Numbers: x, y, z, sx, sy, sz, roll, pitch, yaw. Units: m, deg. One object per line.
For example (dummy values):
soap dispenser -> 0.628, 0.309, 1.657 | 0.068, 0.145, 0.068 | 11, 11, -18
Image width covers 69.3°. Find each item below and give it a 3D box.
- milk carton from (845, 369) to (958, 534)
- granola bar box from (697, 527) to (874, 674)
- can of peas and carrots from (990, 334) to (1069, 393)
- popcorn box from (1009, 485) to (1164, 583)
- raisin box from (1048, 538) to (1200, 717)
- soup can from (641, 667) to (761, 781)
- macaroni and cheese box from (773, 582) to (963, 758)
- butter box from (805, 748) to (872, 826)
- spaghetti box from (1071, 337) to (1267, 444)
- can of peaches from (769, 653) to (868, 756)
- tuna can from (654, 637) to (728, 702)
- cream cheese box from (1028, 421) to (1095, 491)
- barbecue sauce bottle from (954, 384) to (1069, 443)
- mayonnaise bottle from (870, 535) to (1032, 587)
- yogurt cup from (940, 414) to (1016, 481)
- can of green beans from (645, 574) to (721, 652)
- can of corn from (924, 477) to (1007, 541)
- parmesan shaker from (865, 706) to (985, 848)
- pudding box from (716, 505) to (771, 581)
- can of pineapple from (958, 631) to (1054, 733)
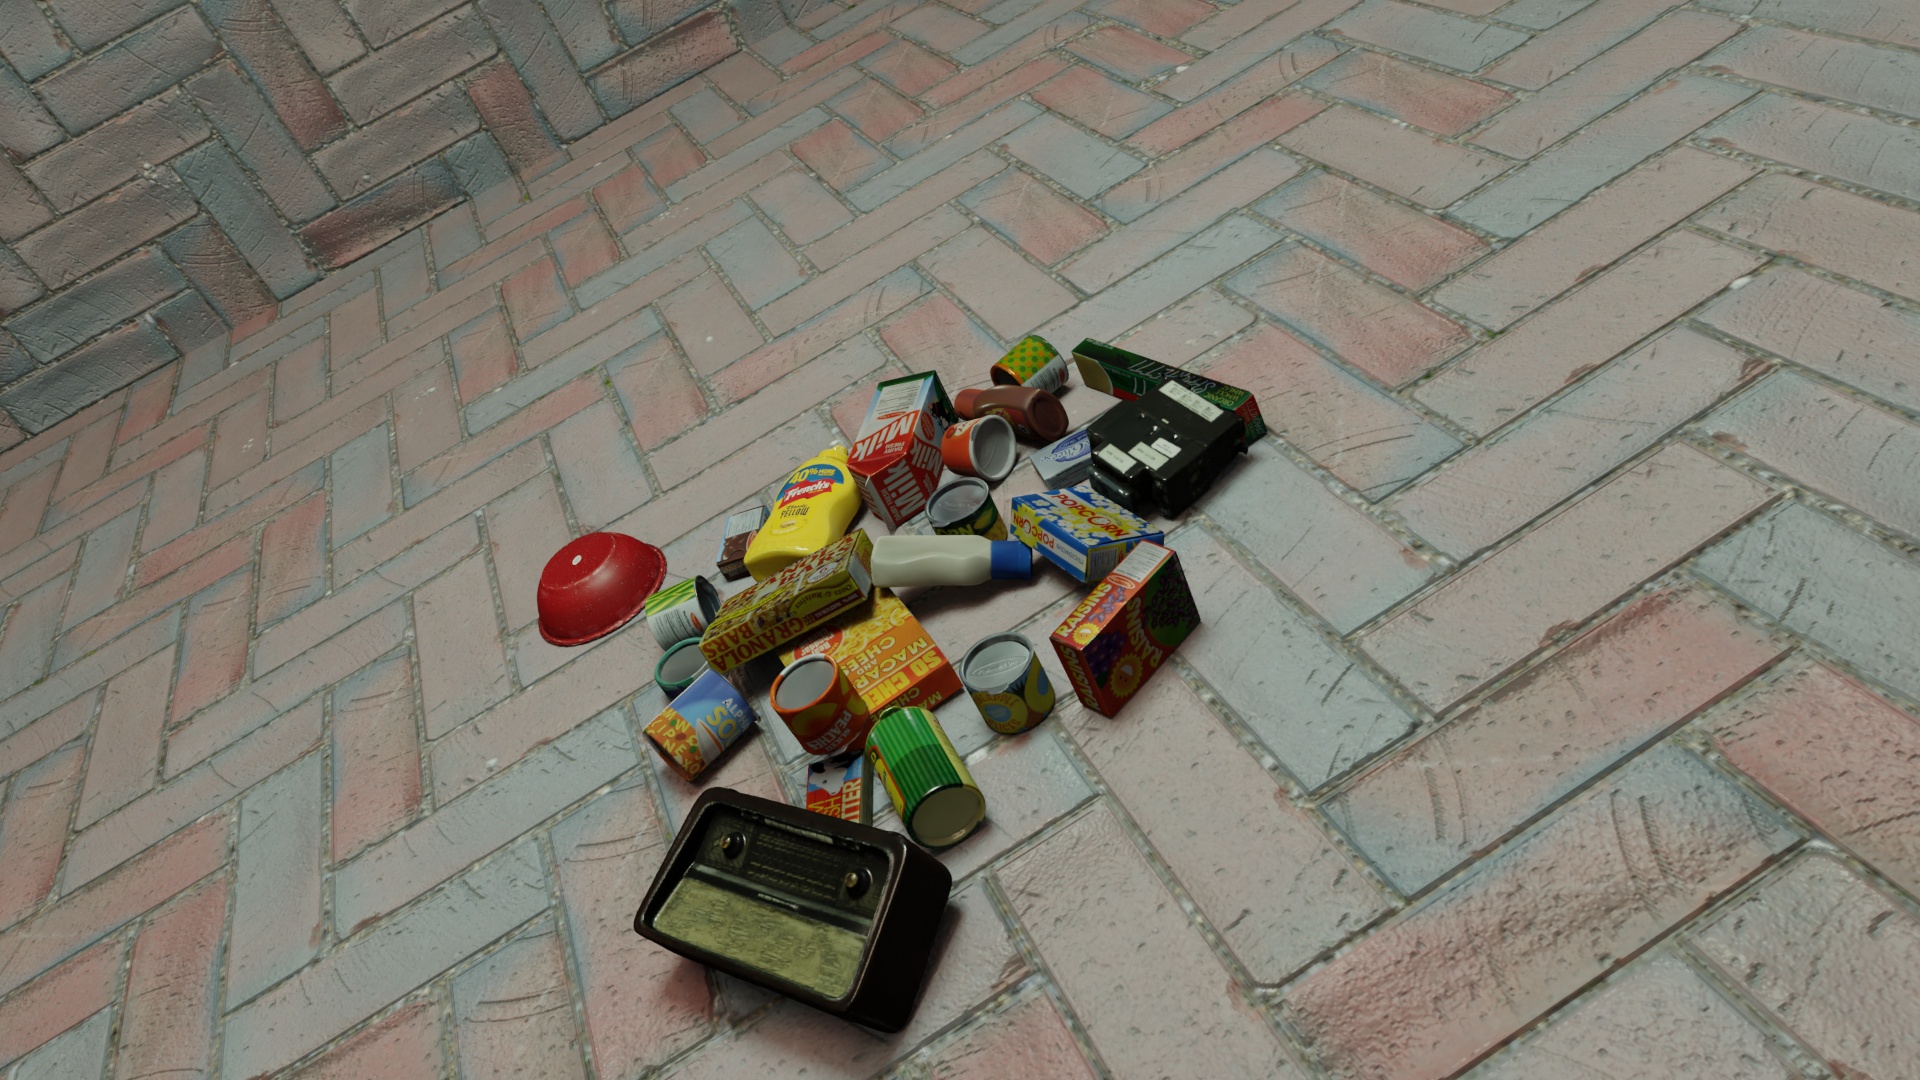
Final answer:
milk carton -> -0.065, -0.094, 1.485 | 0.073, 0.072, 0.192 | -10, 38, 23
granola bar box -> -0.163, 0.057, 1.336 | 0.165, 0.039, 0.124 | -28, 15, 11
can of peas and carrots -> 0.073, -0.182, 1.512 | 0.059, 0.070, 0.071 | -41, 38, -18
popcorn box -> 0.114, -0.007, 1.264 | 0.085, 0.038, 0.127 | -11, 27, -29
raisin box -> 0.136, 0.072, 1.141 | 0.040, 0.085, 0.124 | 22, 57, 44
soup can -> -0.237, 0.170, 1.270 | 0.084, 0.071, 0.071 | -44, 39, -22
macaroni and cheese box -> -0.087, 0.114, 1.266 | 0.124, 0.040, 0.167 | -33, 36, -8
butter box -> -0.101, 0.223, 1.154 | 0.053, 0.024, 0.104 | -18, 37, 12
spaghetti box -> 0.206, -0.154, 1.409 | 0.029, 0.050, 0.250 | -41, 38, -16
can of peaches -> -0.119, 0.139, 1.171 | 0.071, 0.058, 0.071 | -19, 37, 15
tuna can -> -0.267, 0.129, 1.366 | 0.071, 0.032, 0.071 | -17, 37, 13
cream cheese box -> 0.126, -0.088, 1.399 | 0.104, 0.024, 0.053 | -27, 37, 0
barbecue sauce bottle -> 0.049, -0.139, 1.482 | 0.044, 0.064, 0.148 | -53, 33, -14
mayonnaise bottle -> -0.007, 0.019, 1.303 | 0.148, 0.041, 0.065 | 0, 24, 6
yogurt cup -> 0.017, -0.095, 1.444 | 0.054, 0.072, 0.073 | 1, 44, 45
can of green beans -> -0.279, 0.076, 1.412 | 0.058, 0.071, 0.071 | -22, 36, 7
can of corn -> 0.005, -0.017, 1.357 | 0.071, 0.058, 0.071 | -17, 37, 13
parmesan shaker -> -0.030, 0.188, 1.112 | 0.071, 0.071, 0.103 | -31, 36, -5
pudding box -> -0.232, 0.003, 1.504 | 0.049, 0.030, 0.084 | -16, 37, 13
can of pineapple -> 0.039, 0.121, 1.164 | 0.071, 0.057, 0.071 | -17, 37, 14
